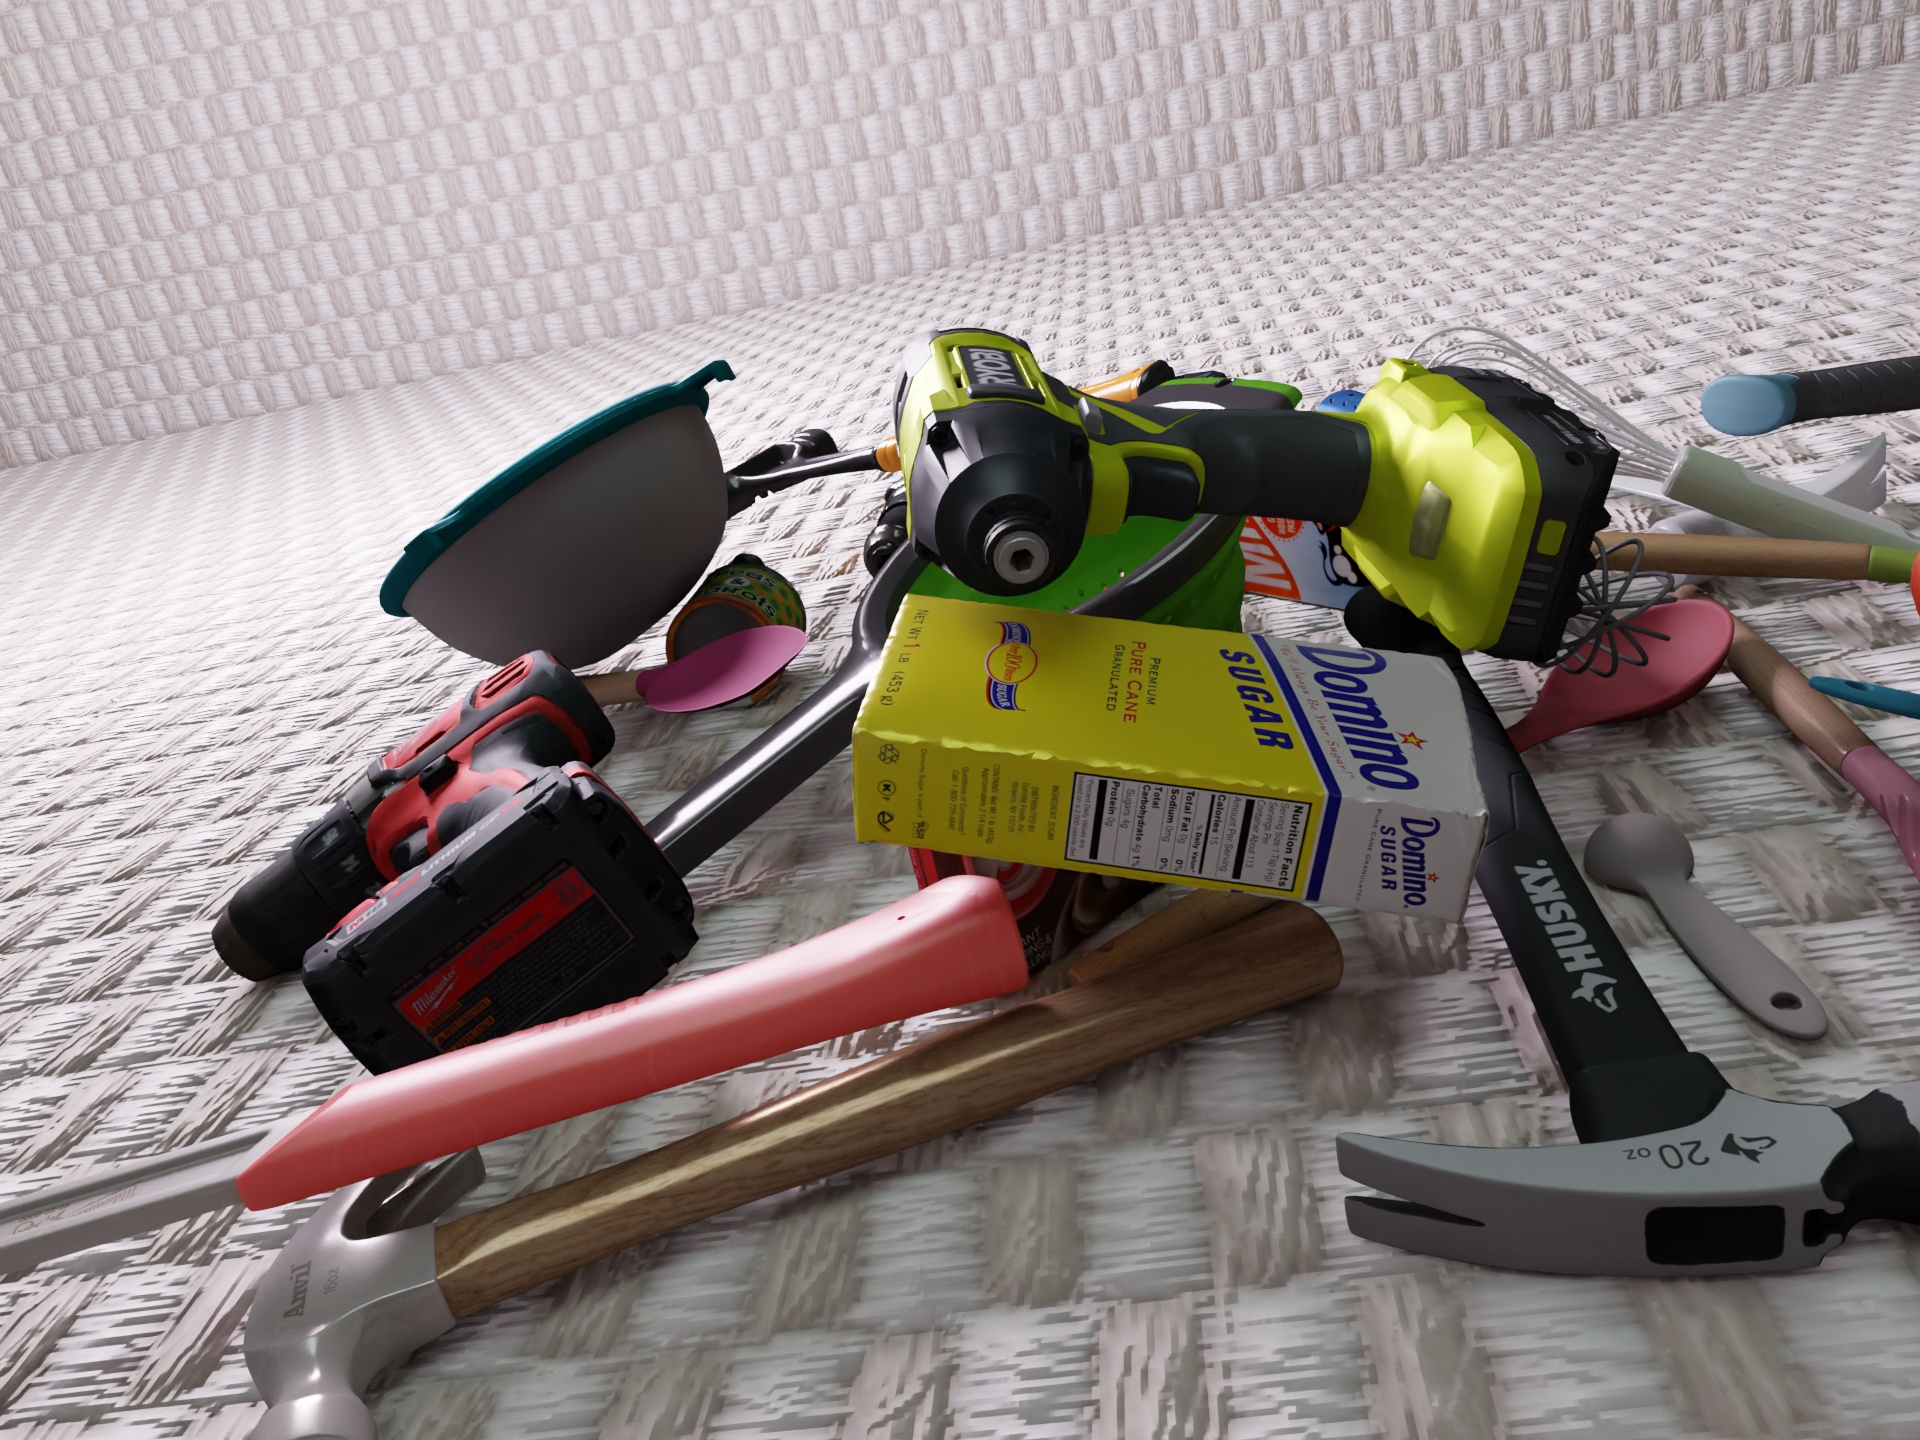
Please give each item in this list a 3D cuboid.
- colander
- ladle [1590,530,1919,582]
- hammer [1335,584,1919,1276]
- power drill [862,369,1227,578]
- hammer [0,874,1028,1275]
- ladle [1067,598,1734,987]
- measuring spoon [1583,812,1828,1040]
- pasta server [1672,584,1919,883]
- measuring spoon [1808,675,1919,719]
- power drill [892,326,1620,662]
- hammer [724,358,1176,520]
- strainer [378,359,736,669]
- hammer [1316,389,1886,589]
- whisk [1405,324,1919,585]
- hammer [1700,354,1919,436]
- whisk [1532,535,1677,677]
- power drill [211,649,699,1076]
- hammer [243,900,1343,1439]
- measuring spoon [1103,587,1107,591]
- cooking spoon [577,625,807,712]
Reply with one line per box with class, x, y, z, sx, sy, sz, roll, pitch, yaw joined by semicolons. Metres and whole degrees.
colander;-0.001;-0.002;0.698;0.397;0.094;0.205;-39;27;-14
ladle;0.348;-0.078;0.661;0.320;0.062;0.078;7;38;31
hammer;0.168;0.037;0.506;0.146;0.035;0.335;-11;29;7
power drill;0.054;-0.145;1.003;0.226;0.084;0.185;-9;22;22
hammer;-0.153;0.116;0.452;0.359;0.036;0.149;-16;23;-7
ladle;0.170;0.026;0.588;0.315;0.031;0.069;-25;16;-22
measuring spoon;0.228;0.058;0.488;0.034;0.018;0.124;-12;23;1
pasta server;0.310;-0.002;0.561;0.060;0.040;0.316;11;23;1
measuring spoon;0.347;-0.006;0.517;0.128;0.021;0.042;13;23;12
power drill;0.092;-0.078;0.540;0.223;0.080;0.171;4;27;-8
hammer;-0.021;-0.154;0.897;0.337;0.034;0.127;-2;27;45
strainer;-0.224;-0.074;0.932;0.211;0.095;0.340;-37;3;-24
hammer;0.333;-0.153;0.916;0.144;0.035;0.406;-19;22;-13
whisk;0.315;-0.117;0.717;0.246;0.059;0.058;26;27;17
hammer;0.535;-0.179;0.813;0.331;0.033;0.128;-9;19;-12
whisk;0.234;-0.050;0.650;0.055;0.055;0.239;-11;5;6
power drill;-0.207;0.065;0.618;0.188;0.080;0.227;-38;26;-9
hammer;-0.039;0.120;0.473;0.331;0.031;0.130;-18;23;-13
measuring spoon;0.102;-0.074;0.887;0.021;0.011;0.117;-27;25;-31
cooking spoon;-0.170;-0.017;0.814;0.069;0.017;0.319;-43;22;-29
